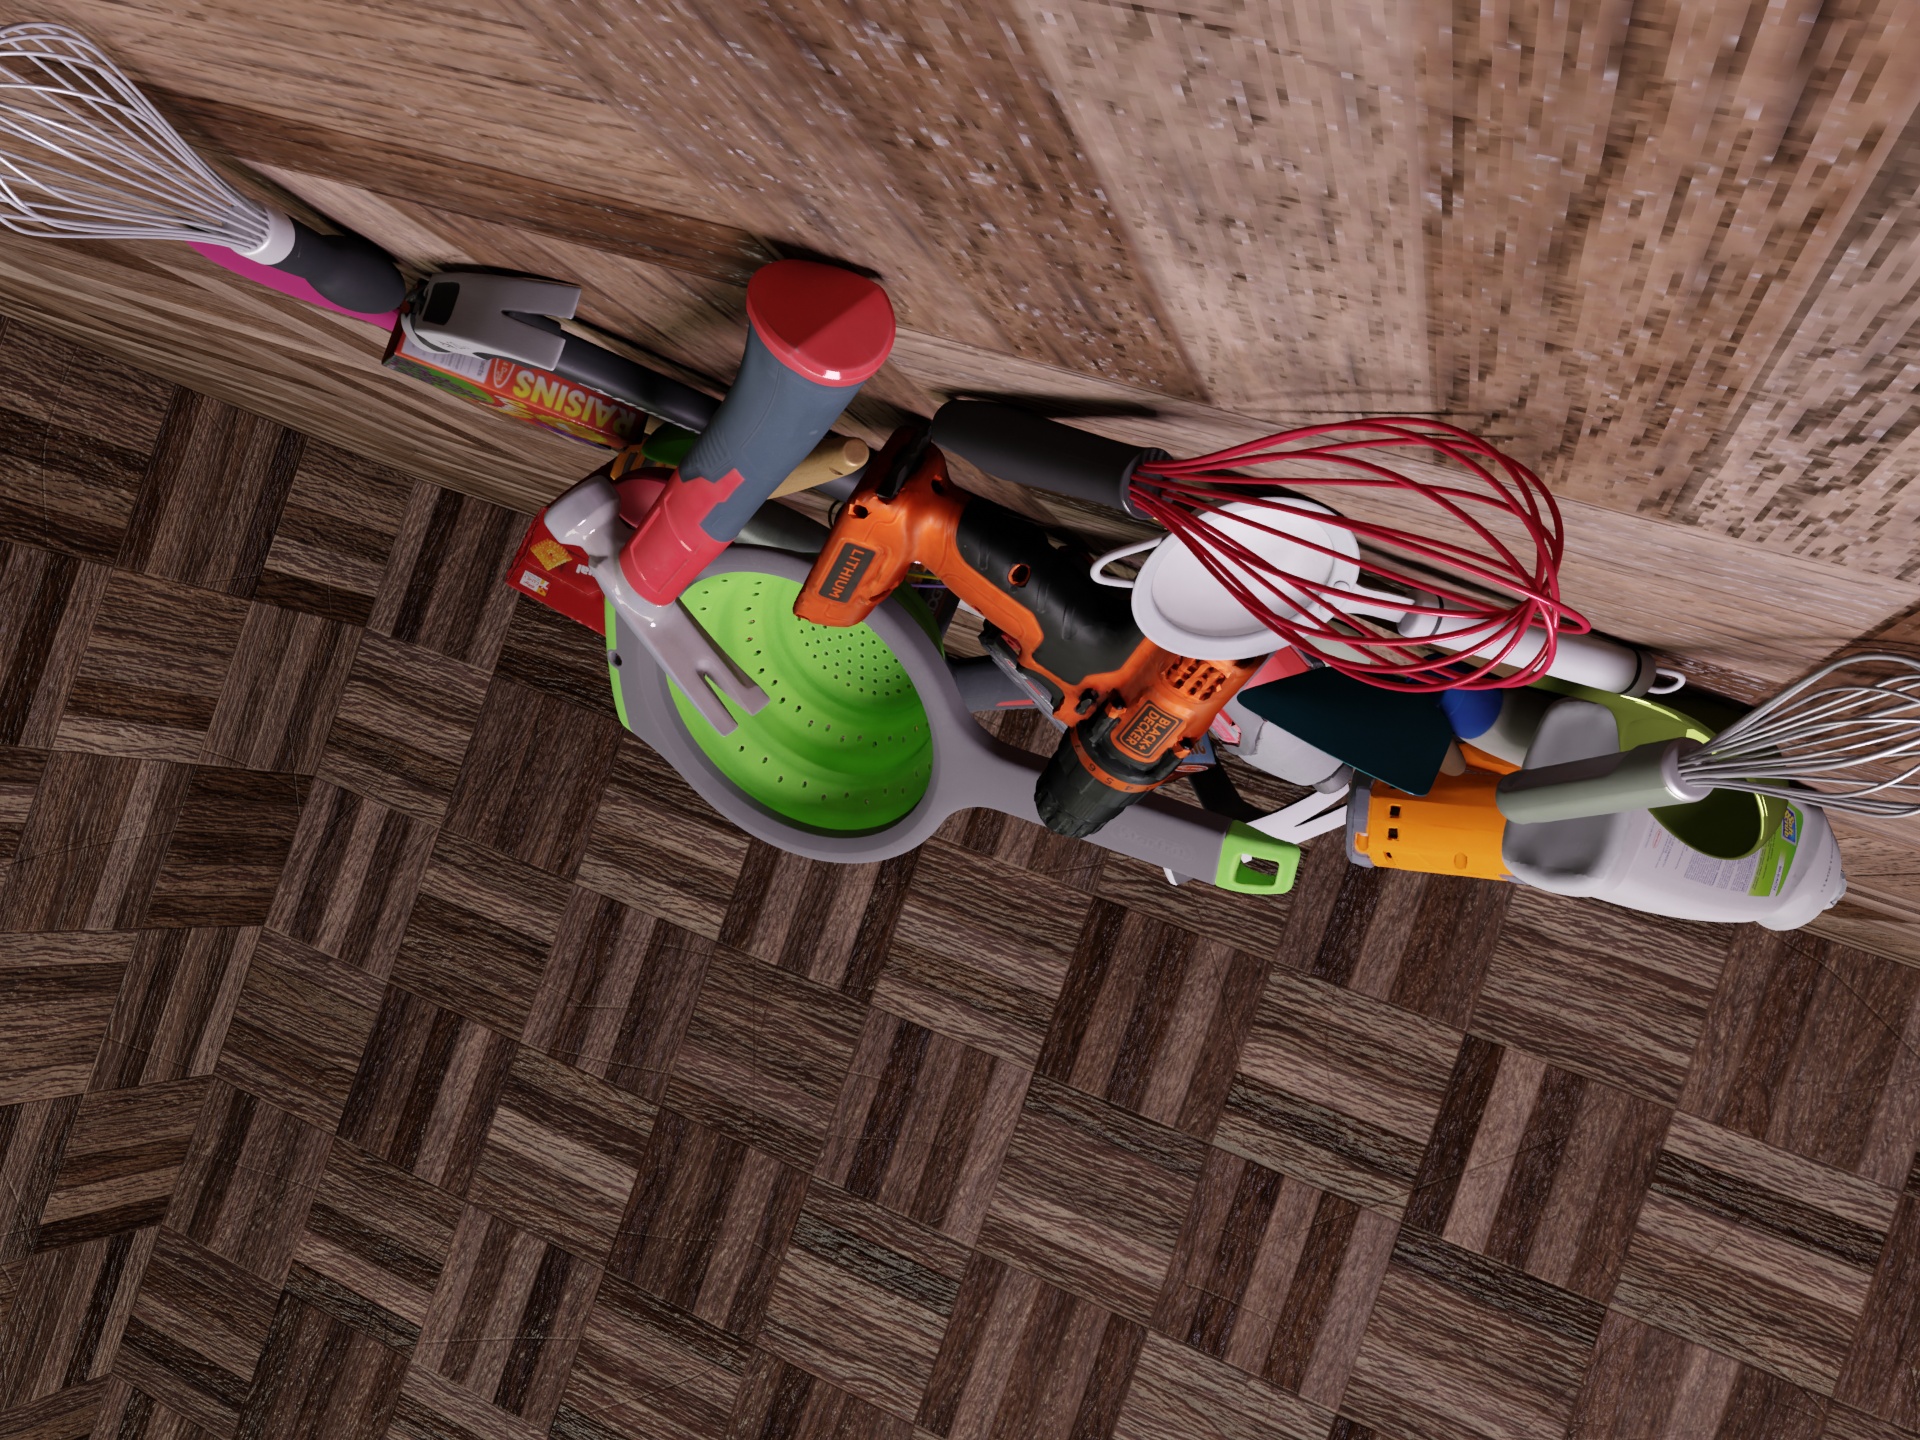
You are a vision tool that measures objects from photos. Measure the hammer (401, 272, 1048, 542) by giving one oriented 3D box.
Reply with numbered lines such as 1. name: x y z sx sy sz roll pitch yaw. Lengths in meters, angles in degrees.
1. hammer: -0.090 -0.134 0.769 0.334 0.035 0.146 19 -179 -34

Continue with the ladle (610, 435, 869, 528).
1. ladle: -0.100 -0.105 0.710 0.069 0.031 0.315 22 175 -23

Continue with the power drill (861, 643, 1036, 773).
1. power drill: 0.053 -0.014 1.035 0.226 0.080 0.187 -8 165 -1

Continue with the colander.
1. colander: -0.001 -0.003 0.865 0.397 0.204 0.094 18 -140 17

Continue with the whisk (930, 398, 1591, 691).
1. whisk: 0.070 -0.071 0.496 0.073 0.073 0.296 19 -173 -36

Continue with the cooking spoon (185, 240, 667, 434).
1. cooking spoon: -0.264 -0.202 0.871 0.318 0.017 0.069 19 -179 -16

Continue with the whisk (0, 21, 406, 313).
1. whisk: -0.280 -0.190 0.593 0.070 0.070 0.284 19 -176 7

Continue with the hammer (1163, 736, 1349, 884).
1. hammer: 0.170 0.008 1.145 0.127 0.034 0.337 -20 -156 2

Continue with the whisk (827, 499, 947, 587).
1. whisk: 0.026 -0.096 0.998 0.244 0.051 0.047 14 -157 -30

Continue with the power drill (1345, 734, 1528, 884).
1. power drill: 0.334 0.057 0.999 0.164 0.084 0.226 5 -175 18

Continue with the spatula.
1. spatula: 0.209 0.013 0.747 0.082 0.044 0.317 30 -175 24

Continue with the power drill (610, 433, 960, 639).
1. power drill: -0.126 -0.125 1.066 0.226 0.084 0.185 23 -179 -23

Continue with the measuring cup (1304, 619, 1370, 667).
1. measuring cup: 0.188 -0.039 0.915 0.083 0.038 0.167 19 -178 2

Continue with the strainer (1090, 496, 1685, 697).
1. strainer: 0.169 -0.043 0.616 0.258 0.050 0.086 14 138 -13

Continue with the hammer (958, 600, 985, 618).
1. hammer: 0.148 -0.053 1.122 0.411 0.038 0.146 18 178 43

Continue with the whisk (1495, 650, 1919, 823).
1. whisk: 0.275 0.016 0.588 0.059 0.058 0.246 56 163 -2

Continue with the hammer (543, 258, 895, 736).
1. hammer: -0.090 -0.077 0.635 0.143 0.038 0.386 52 160 -7

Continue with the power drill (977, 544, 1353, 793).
1. power drill: 0.108 -0.026 0.821 0.143 0.078 0.220 46 169 -19

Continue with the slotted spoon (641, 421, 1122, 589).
1. slotted spoon: -0.032 -0.119 0.908 0.313 0.031 0.070 16 166 -31

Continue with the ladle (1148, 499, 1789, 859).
1. ladle: 0.214 -0.021 0.674 0.320 0.062 0.078 22 172 -13
